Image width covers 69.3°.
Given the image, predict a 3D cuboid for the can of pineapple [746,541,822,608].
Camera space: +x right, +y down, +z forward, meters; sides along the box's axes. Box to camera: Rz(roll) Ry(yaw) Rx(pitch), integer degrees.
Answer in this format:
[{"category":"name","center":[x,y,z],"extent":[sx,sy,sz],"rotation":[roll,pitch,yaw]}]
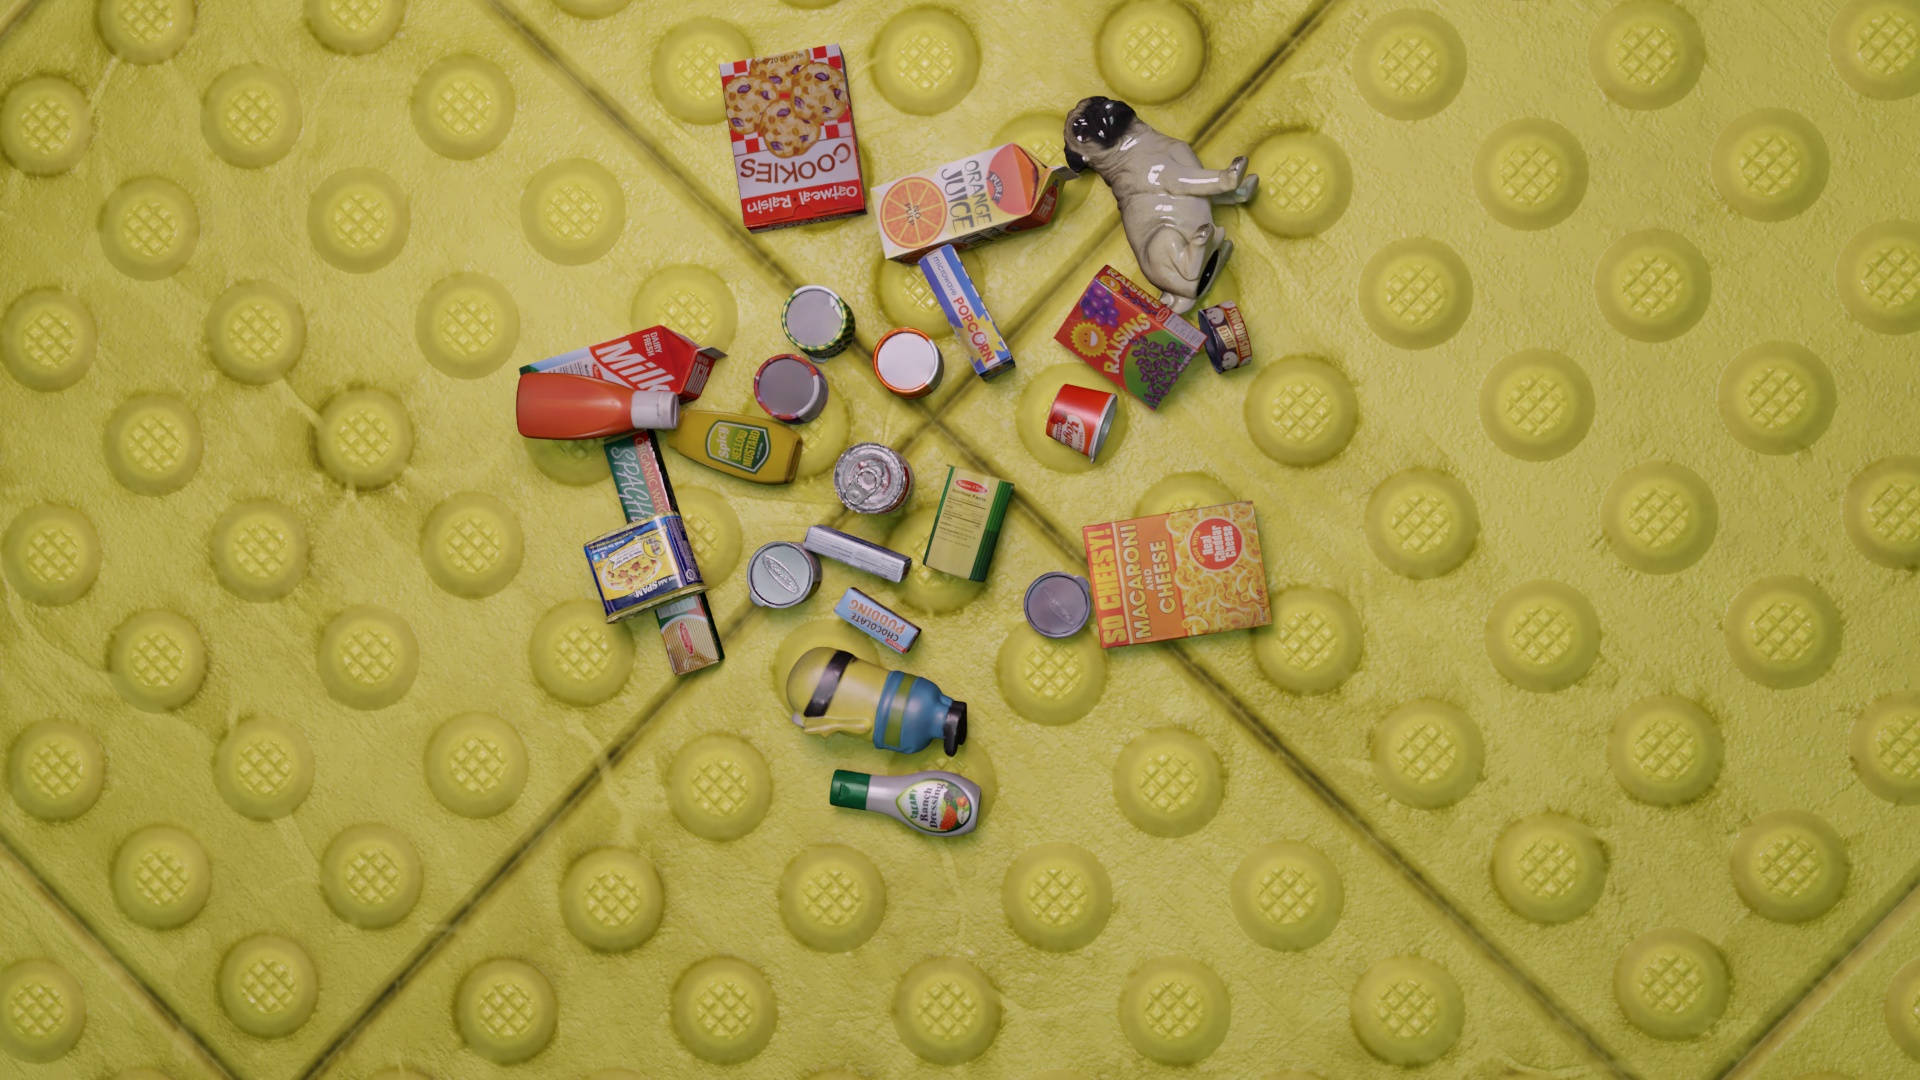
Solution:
[{"category":"can of pineapple","center":[-0.176,0.034,1.382],"extent":[0.071,0.058,0.071],"rotation":[0,90,4]}]

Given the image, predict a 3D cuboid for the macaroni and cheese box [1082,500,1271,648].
[{"category":"macaroni and cheese box","center":[0.211,0.034,1.365],"extent":[0.166,0.040,0.123],"rotation":[-9,89,3]}]

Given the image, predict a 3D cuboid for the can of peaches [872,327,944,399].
[{"category":"can of peaches","center":[-0.054,-0.175,1.375],"extent":[0.071,0.058,0.071],"rotation":[0,90,3]}]

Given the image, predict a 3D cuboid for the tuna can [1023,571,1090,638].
[{"category":"tuna can","center":[0.098,0.062,1.376],"extent":[0.071,0.033,0.071],"rotation":[0,90,4]}]

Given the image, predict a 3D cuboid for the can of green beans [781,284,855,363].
[{"category":"can of green beans","center":[-0.141,-0.217,1.382],"extent":[0.071,0.058,0.071],"rotation":[0,90,4]}]

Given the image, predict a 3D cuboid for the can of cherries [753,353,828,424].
[{"category":"can of cherries","center":[-0.171,-0.151,1.383],"extent":[0.071,0.058,0.071],"rotation":[0,90,3]}]

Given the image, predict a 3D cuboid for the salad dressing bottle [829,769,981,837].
[{"category":"salad dressing bottle","center":[-0.055,0.256,1.380],"extent":[0.148,0.044,0.064],"rotation":[8,89,4]}]

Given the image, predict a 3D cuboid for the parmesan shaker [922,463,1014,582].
[{"category":"parmesan shaker","center":[0.005,-0.017,1.368],"extent":[0.071,0.071,0.103],"rotation":[17,92,4]}]

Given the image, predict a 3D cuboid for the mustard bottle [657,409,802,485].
[{"category":"mustard bottle","center":[-0.242,-0.099,1.392],"extent":[0.160,0.049,0.065],"rotation":[13,89,4]}]

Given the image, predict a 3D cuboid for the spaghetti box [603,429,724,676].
[{"category":"spaghetti box","center":[-0.300,0.010,1.405],"extent":[0.050,0.028,0.250],"rotation":[-18,89,4]}]

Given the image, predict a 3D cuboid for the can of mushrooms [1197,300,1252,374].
[{"category":"can of mushrooms","center":[0.257,-0.198,1.349],"extent":[0.033,0.071,0.071],"rotation":[-18,89,2]}]

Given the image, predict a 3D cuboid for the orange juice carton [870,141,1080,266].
[{"category":"orange juice carton","center":[0.018,-0.329,1.343],"extent":[0.192,0.072,0.073],"rotation":[-13,90,18]}]

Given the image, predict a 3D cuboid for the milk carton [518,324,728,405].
[{"category":"milk carton","center":[-0.330,-0.162,1.387],"extent":[0.190,0.072,0.073],"rotation":[-16,90,4]}]

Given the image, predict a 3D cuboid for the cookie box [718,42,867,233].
[{"category":"cookie box","center":[-0.167,-0.402,1.393],"extent":[0.123,0.040,0.167],"rotation":[-9,89,4]}]

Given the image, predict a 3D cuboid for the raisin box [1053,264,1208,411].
[{"category":"raisin box","center":[0.165,-0.196,1.350],"extent":[0.123,0.040,0.085],"rotation":[37,133,3]}]

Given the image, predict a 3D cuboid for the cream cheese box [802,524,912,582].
[{"category":"cream cheese box","center":[-0.102,0.012,1.380],"extent":[0.104,0.053,0.024],"rotation":[20,93,4]}]

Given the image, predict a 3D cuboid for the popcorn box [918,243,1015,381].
[{"category":"popcorn box","center":[0.008,-0.221,1.358],"extent":[0.038,0.085,0.126],"rotation":[-28,88,5]}]

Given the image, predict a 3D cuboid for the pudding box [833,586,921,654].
[{"category":"pudding box","center":[-0.082,0.080,1.380],"extent":[0.084,0.049,0.030],"rotation":[32,91,4]}]

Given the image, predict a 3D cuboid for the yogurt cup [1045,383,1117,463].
[{"category":"yogurt cup","center":[0.118,-0.120,1.362],"extent":[0.054,0.072,0.072],"rotation":[21,91,12]}]

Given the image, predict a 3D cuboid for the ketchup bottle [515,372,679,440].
[{"category":"ketchup bottle","center":[-0.347,-0.127,1.330],"extent":[0.149,0.043,0.064],"rotation":[2,93,3]}]
